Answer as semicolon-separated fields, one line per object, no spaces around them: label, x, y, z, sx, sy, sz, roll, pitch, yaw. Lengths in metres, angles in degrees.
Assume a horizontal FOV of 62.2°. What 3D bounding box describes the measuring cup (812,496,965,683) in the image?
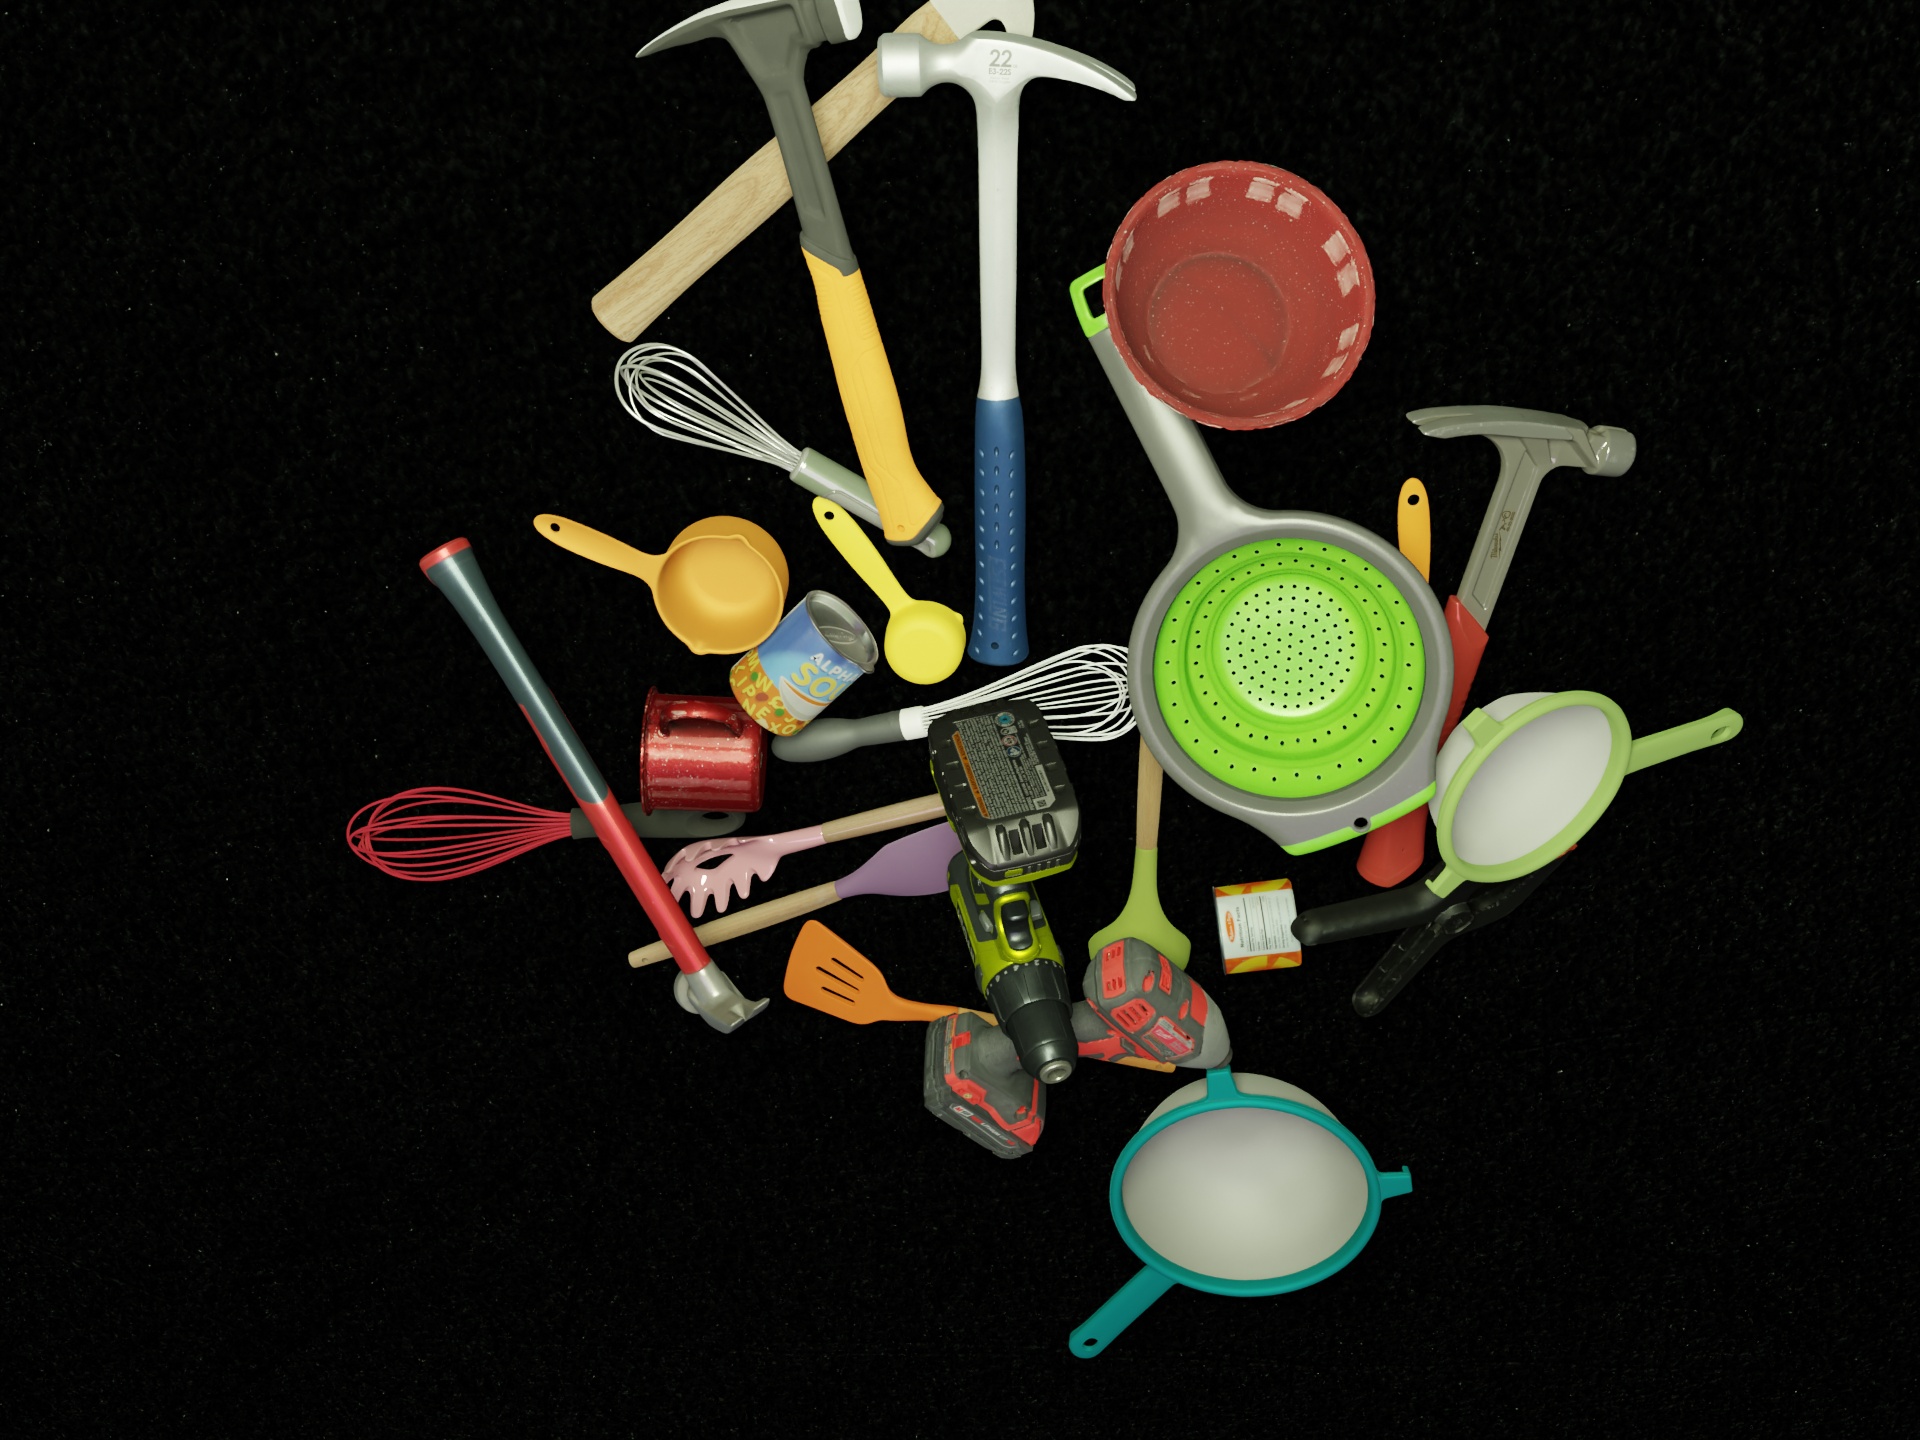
measuring cup;-0.053;-0.088;1.090;0.062;0.029;0.156;-30;115;19

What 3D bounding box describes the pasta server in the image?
pasta server;-0.076;0.083;1.185;0.316;0.040;0.060;-15;130;10

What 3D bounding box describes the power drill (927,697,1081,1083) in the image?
power drill;0.036;0.117;1.077;0.080;0.191;0.228;-13;136;-8

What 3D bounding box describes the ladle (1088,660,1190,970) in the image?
ladle;0.137;0.062;1.164;0.078;0.062;0.320;2;113;3

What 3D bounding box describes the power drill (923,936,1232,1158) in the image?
power drill;0.091;0.248;1.195;0.219;0.079;0.143;-29;128;29

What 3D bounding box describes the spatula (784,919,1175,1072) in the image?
spatula;0.019;0.236;1.274;0.322;0.041;0.081;15;118;-9

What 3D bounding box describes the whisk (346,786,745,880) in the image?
whisk;-0.309;0.079;1.189;0.296;0.073;0.073;-4;119;-2

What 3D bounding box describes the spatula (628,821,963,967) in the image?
spatula;-0.116;0.141;1.231;0.316;0.018;0.059;-19;119;13

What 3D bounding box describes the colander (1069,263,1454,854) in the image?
colander;0.179;-0.112;1.041;0.204;0.094;0.397;-26;97;18

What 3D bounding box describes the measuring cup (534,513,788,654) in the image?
measuring cup;-0.199;-0.111;1.077;0.173;0.052;0.095;22;118;-6

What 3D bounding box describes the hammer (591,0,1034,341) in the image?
hammer;-0.094;-0.339;0.952;0.331;0.031;0.130;-35;111;21

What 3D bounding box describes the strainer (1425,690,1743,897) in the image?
strainer;0.416;0.018;1.086;0.256;0.069;0.151;-15;128;-20

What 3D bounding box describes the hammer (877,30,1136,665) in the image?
hammer;0.029;-0.212;0.989;0.144;0.035;0.405;1;125;4

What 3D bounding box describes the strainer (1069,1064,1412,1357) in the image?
strainer;0.193;0.403;1.315;0.211;0.095;0.340;31;119;-11

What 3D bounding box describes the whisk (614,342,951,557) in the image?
whisk;-0.112;-0.171;1.040;0.246;0.059;0.058;28;158;-16

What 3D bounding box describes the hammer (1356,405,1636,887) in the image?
hammer;0.326;-0.038;1.080;0.149;0.037;0.358;3;122;-13

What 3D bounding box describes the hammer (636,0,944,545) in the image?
hammer;-0.080;-0.256;0.953;0.127;0.034;0.336;-4;124;21

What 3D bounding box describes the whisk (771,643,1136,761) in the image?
whisk;-0.002;-0.005;1.124;0.284;0.070;0.070;-10;118;15

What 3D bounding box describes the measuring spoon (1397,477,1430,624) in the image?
measuring spoon;0.306;-0.107;1.067;0.021;0.011;0.116;-7;119;8

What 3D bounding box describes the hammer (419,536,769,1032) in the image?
hammer;-0.255;0.047;1.103;0.038;0.143;0.386;-33;100;-21
